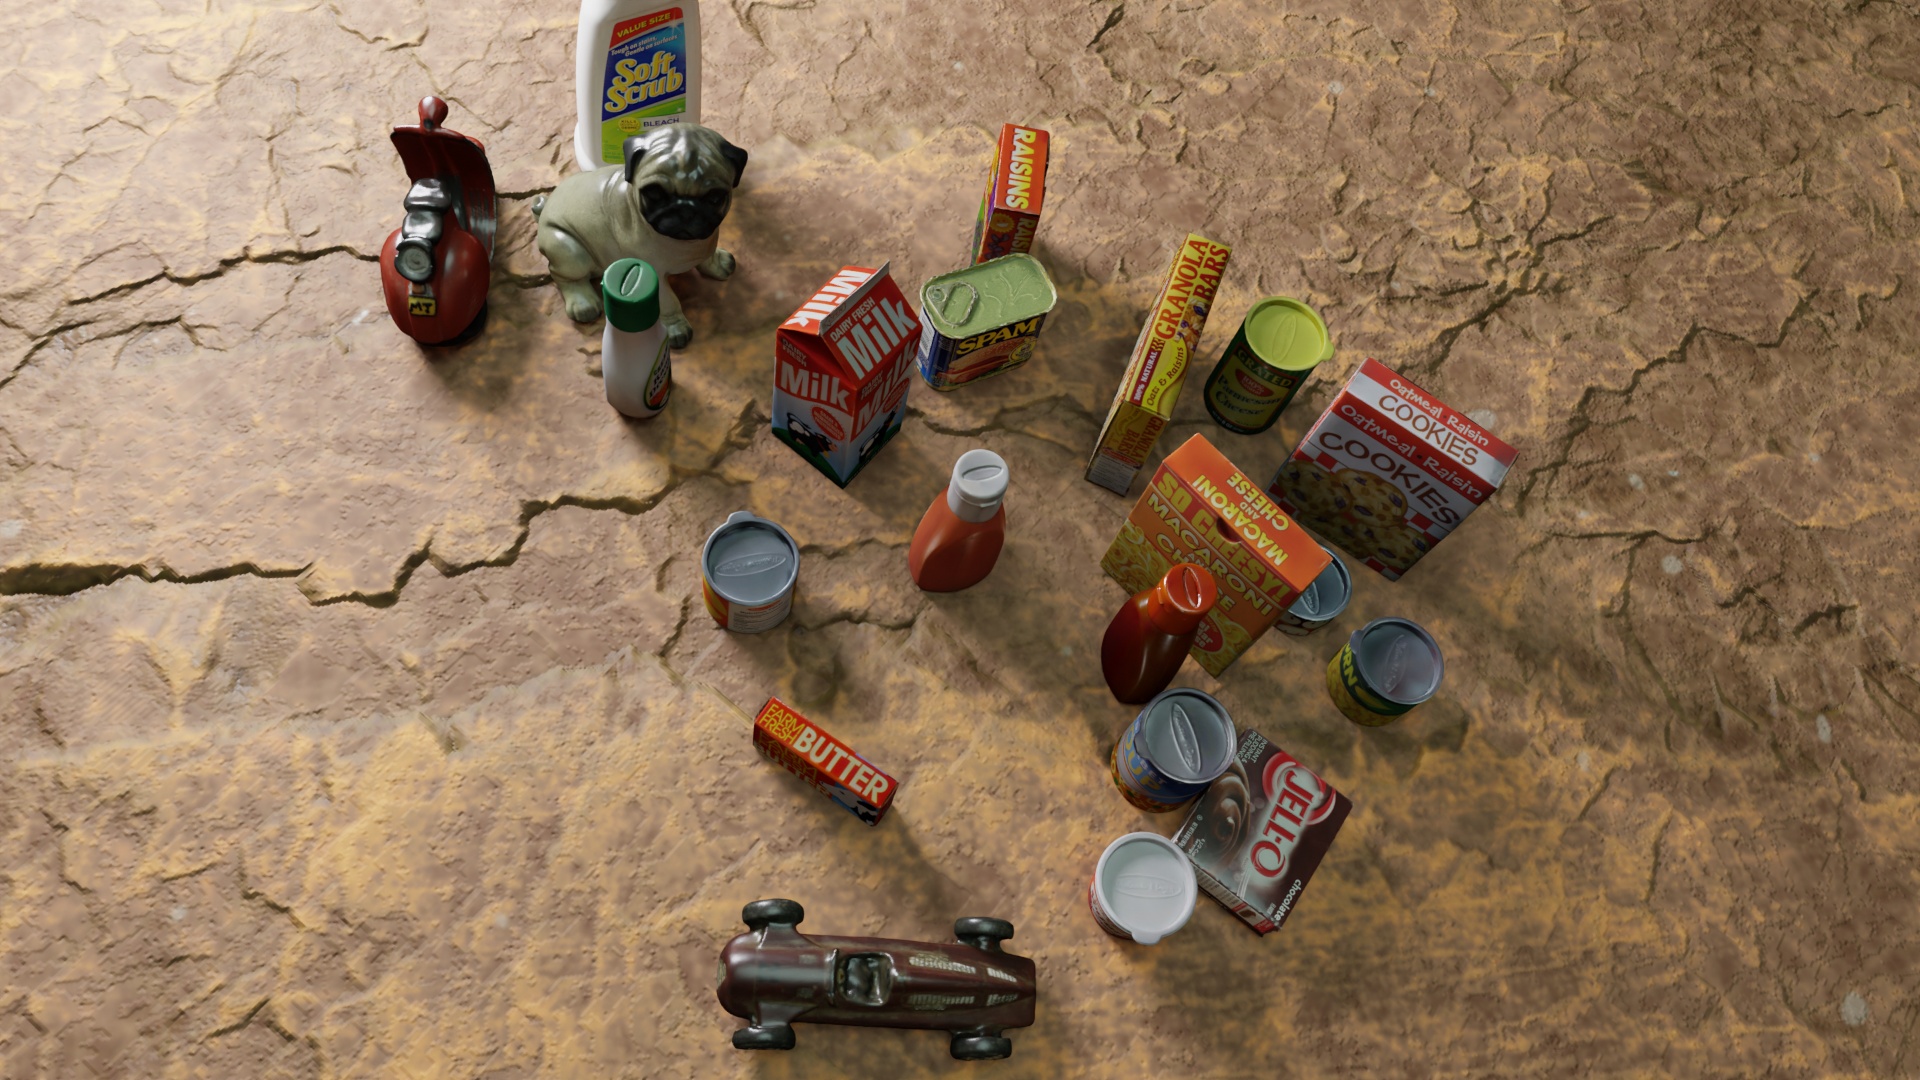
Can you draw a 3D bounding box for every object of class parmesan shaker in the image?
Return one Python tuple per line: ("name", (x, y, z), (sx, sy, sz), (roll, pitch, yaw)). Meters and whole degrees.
("parmesan shaker", (0.239, -0.133, 1.085), (0.071, 0.102, 0.071), (4, 65, -8))

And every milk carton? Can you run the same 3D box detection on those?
("milk carton", (-0.081, -0.121, 0.974), (0.073, 0.189, 0.072), (38, 65, 9))

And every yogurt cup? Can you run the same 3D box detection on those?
("yogurt cup", (0.117, 0.232, 0.917), (0.072, 0.053, 0.072), (4, 64, -8))

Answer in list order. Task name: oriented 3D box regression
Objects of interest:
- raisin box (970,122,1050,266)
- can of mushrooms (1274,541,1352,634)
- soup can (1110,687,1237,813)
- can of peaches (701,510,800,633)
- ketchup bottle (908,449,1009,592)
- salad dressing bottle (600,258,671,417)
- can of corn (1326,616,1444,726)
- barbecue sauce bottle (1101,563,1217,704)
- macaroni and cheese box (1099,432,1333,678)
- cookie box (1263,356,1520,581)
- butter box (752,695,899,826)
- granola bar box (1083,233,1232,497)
("raisin box", (0.037, -0.254, 1.096), (0.040, 0.123, 0.086), (10, 64, -5))
("can of mushrooms", (0.255, 0.036, 1.046), (0.071, 0.033, 0.071), (4, 64, -8))
("soup can", (0.141, 0.145, 0.946), (0.071, 0.083, 0.071), (4, 65, -8))
("can of peaches", (-0.147, 0.023, 0.968), (0.071, 0.057, 0.071), (4, 64, -8))
("ketchup bottle", (0.003, -0.012, 0.960), (0.065, 0.148, 0.043), (-13, 68, -15))
("salad dressing bottle", (-0.230, -0.141, 0.982), (0.044, 0.147, 0.064), (18, 64, -1))
("can of corn", (0.306, 0.095, 1.013), (0.071, 0.058, 0.071), (4, 64, -8))
("barbecue sauce bottle", (0.135, 0.061, 0.949), (0.044, 0.148, 0.065), (-3, 66, -11))
("macaroni and cheese box", (0.172, 0.016, 0.967), (0.040, 0.165, 0.124), (-40, 77, -23))
("cookie box", (0.310, -0.049, 1.021), (0.123, 0.166, 0.040), (34, 64, 7))
("butter box", (-0.091, 0.147, 0.921), (0.103, 0.053, 0.024), (33, 64, 7))
("granola bar box", (0.149, -0.133, 1.057), (0.039, 0.123, 0.166), (23, 63, 1))
